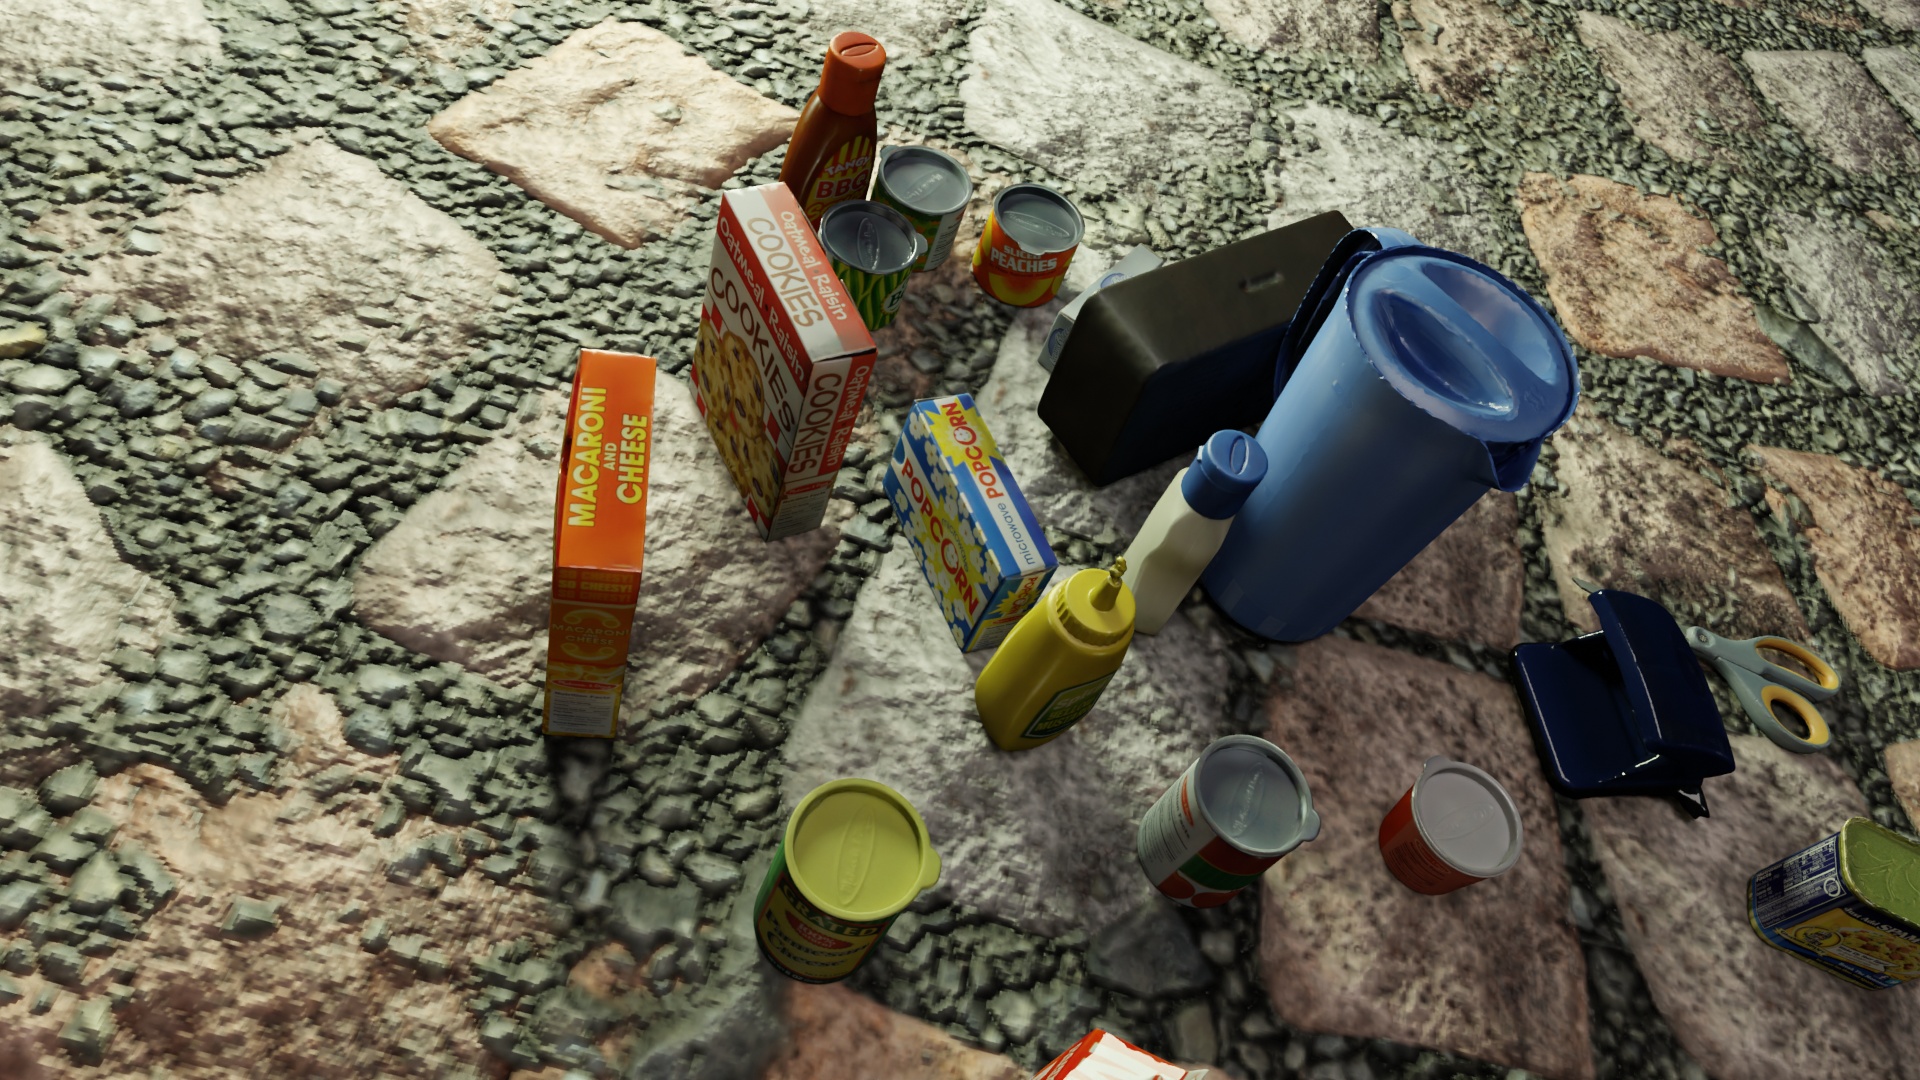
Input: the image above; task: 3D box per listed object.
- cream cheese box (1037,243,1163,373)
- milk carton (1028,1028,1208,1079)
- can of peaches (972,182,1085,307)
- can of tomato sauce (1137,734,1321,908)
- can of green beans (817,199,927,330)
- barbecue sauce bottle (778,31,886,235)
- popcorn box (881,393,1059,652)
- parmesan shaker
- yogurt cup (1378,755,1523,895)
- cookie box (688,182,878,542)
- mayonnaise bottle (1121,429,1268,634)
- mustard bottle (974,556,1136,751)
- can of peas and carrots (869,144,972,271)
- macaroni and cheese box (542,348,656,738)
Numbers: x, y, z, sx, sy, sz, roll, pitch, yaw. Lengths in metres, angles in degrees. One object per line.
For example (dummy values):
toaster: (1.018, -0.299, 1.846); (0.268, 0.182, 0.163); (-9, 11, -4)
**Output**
cream cheese box: (0.097, -0.158, 0.958); (0.024, 0.053, 0.104); (39, 54, 10)
milk carton: (0.044, 0.263, 0.565); (0.073, 0.189, 0.073); (41, 54, 11)
can of peaches: (0.046, -0.204, 0.970); (0.071, 0.057, 0.071); (9, 55, -12)
can of tomato sauce: (0.141, 0.152, 0.741); (0.071, 0.082, 0.071); (9, 55, -13)
can of green beans: (-0.065, -0.181, 0.917); (0.071, 0.057, 0.071); (9, 55, -12)
barbecue sauce bottle: (-0.082, -0.262, 0.911); (0.065, 0.147, 0.044); (-26, 68, -31)
popcorn box: (0.003, -0.010, 0.805); (0.038, 0.084, 0.127); (-13, 62, -26)
parmesan shaker: (-0.056, 0.164, 0.655); (0.071, 0.102, 0.071); (9, 55, -13)
yogurt cup: (0.276, 0.168, 0.793); (0.072, 0.053, 0.073); (9, 55, -12)
cookie box: (-0.103, -0.096, 0.778); (0.040, 0.166, 0.123); (-16, 63, -27)
mayonnaise bottle: (0.131, -0.006, 0.805); (0.041, 0.147, 0.065); (21, 53, -4)
mustard bottle: (0.056, 0.057, 0.730); (0.065, 0.159, 0.049); (-18, 64, -28)
can of peas and carrots: (-0.033, -0.231, 0.961); (0.071, 0.058, 0.071); (9, 55, -12)
macaroni and cheese box: (-0.179, 0.006, 0.683); (0.040, 0.165, 0.124); (5, 56, -15)
